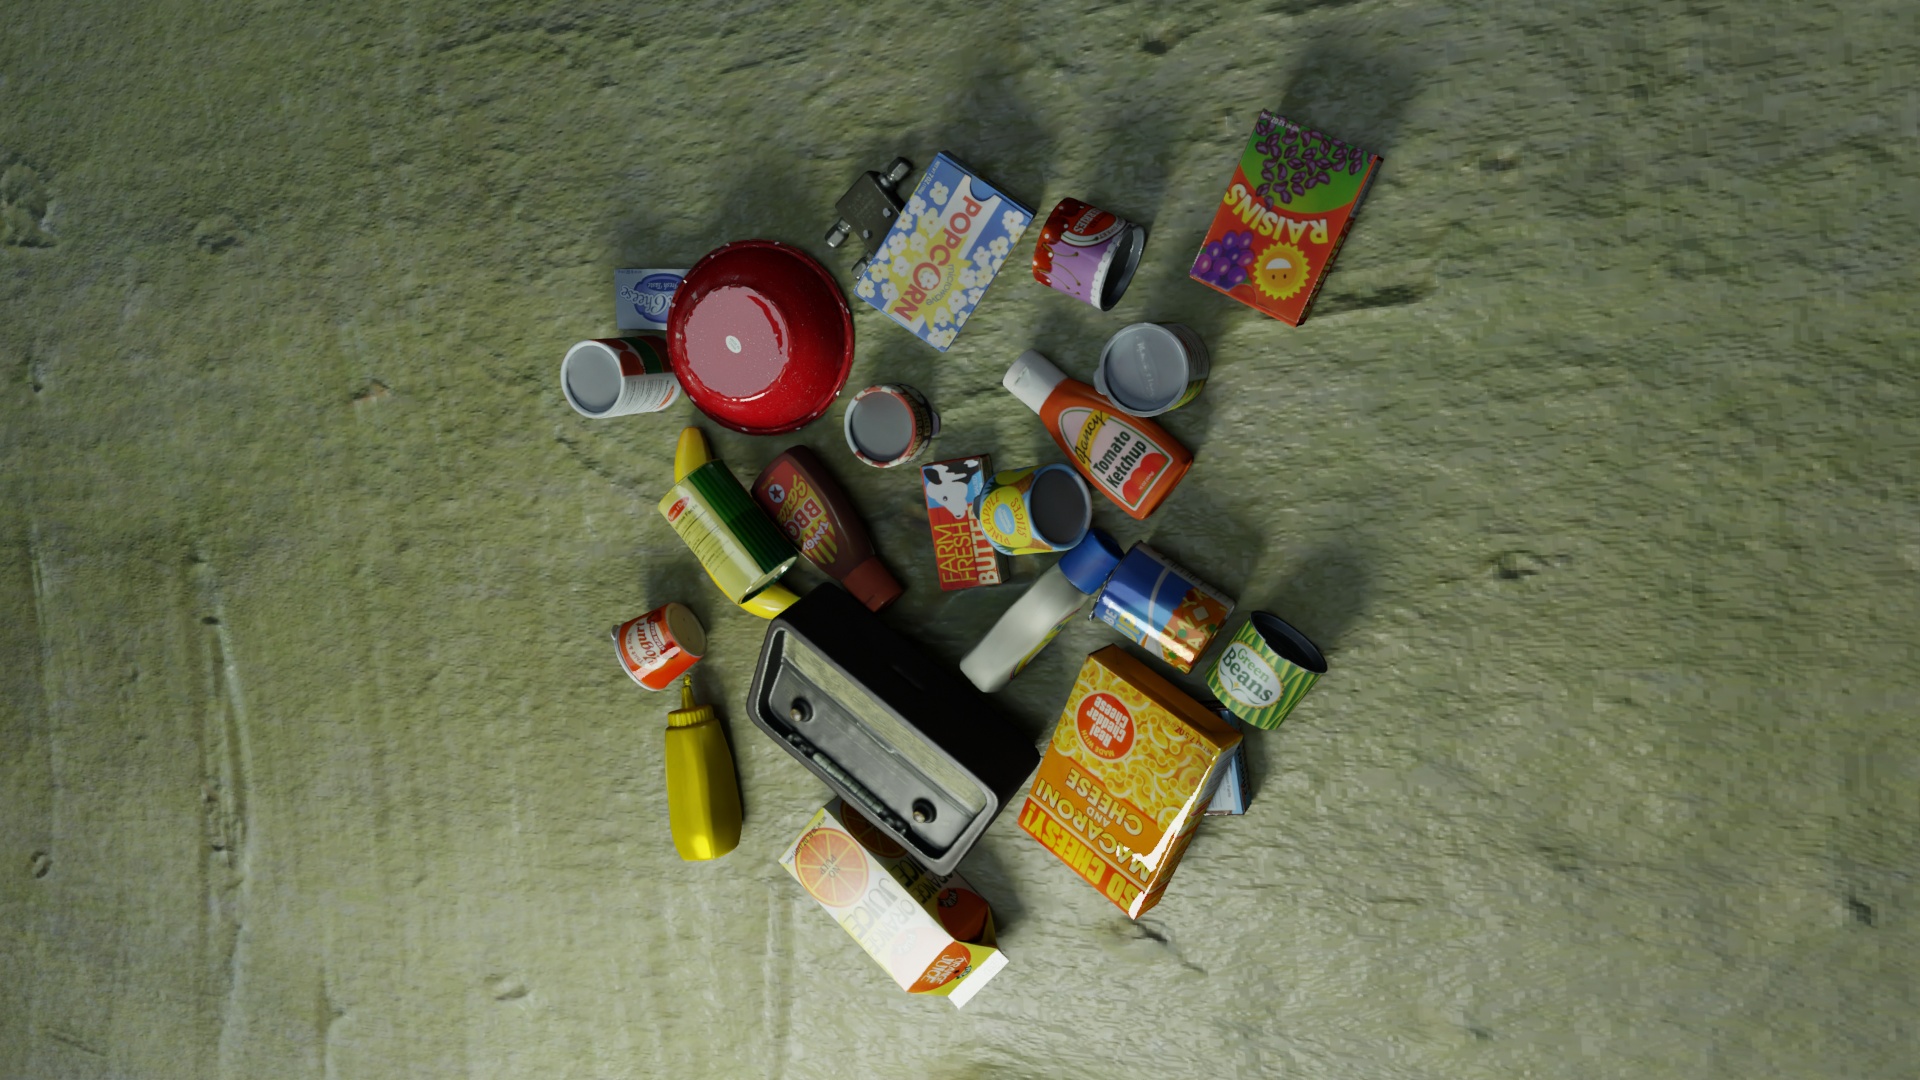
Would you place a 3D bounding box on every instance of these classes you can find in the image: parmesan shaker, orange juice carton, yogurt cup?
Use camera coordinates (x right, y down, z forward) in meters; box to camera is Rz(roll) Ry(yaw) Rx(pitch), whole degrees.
[{"bbox_3d":[-0.189,-0.005,1.131,0.071,0.071,0.103,-42,85,24],"label":"parmesan shaker"},{"bbox_3d":[-0.049,0.297,1.146,0.193,0.073,0.071,43,113,11],"label":"orange juice carton"},{"bbox_3d":[-0.258,0.090,1.209,0.054,0.072,0.072,-31,86,17],"label":"yogurt cup"}]

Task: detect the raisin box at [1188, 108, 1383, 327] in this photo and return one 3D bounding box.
[{"bbox_3d":[0.223,-0.221,0.954,0.086,0.040,0.123,29,110,16],"label":"raisin box"}]

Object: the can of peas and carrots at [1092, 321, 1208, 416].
[{"bbox_3d":[0.138,-0.123,0.998,0.071,0.059,0.070,5,101,24],"label":"can of peas and carrots"}]

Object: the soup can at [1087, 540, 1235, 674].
[{"bbox_3d":[0.147,0.052,1.019,0.084,0.071,0.071,34,111,15],"label":"soup can"}]

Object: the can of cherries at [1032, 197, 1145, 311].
[{"bbox_3d":[0.092,-0.208,0.998,0.058,0.072,0.071,28,109,18],"label":"can of cherries"}]

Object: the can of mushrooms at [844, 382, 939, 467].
[{"bbox_3d":[-0.055,-0.092,1.103,0.071,0.033,0.071,4,100,24],"label":"can of mushrooms"}]

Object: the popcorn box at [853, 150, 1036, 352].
[{"bbox_3d":[-0.012,-0.217,1.048,0.085,0.038,0.126,34,112,-2],"label":"popcorn box"}]

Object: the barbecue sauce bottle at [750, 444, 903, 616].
[{"bbox_3d":[-0.106,-0.005,1.135,0.148,0.044,0.064,50,122,8],"label":"barbecue sauce bottle"}]

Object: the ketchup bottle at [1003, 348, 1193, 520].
[{"bbox_3d":[0.098,-0.084,1.031,0.149,0.044,0.064,41,113,13],"label":"ketchup bottle"}]

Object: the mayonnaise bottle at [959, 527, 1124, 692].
[{"bbox_3d":[0.064,0.053,1.061,0.041,0.065,0.147,47,110,11],"label":"mayonnaise bottle"}]

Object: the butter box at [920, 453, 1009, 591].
[{"bbox_3d":[0.004,-0.014,1.095,0.053,0.024,0.103,-7,96,24],"label":"butter box"}]

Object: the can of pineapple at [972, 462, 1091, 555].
[{"bbox_3d":[0.054,-0.023,1.036,0.058,0.071,0.071,-7,97,52],"label":"can of pineapple"}]

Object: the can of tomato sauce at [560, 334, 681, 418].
[{"bbox_3d":[-0.286,-0.140,1.170,0.071,0.083,0.071,4,101,23],"label":"can of tomato sauce"}]

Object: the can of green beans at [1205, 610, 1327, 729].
[{"bbox_3d":[0.218,0.093,0.996,0.071,0.071,0.057,39,113,13],"label":"can of green beans"}]

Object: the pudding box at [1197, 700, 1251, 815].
[{"bbox_3d":[0.187,0.163,1.041,0.049,0.030,0.083,-7,96,26],"label":"pudding box"}]

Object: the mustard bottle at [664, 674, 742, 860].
[{"bbox_3d":[-0.230,0.196,1.217,0.049,0.065,0.160,-8,90,20],"label":"mustard bottle"}]

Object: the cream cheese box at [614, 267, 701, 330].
[{"bbox_3d":[-0.242,-0.203,1.172,0.104,0.024,0.053,4,102,23],"label":"cream cheese box"}]

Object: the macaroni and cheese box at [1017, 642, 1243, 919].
[{"bbox_3d":[0.124,0.181,1.044,0.124,0.040,0.165,35,120,29],"label":"macaroni and cheese box"}]
